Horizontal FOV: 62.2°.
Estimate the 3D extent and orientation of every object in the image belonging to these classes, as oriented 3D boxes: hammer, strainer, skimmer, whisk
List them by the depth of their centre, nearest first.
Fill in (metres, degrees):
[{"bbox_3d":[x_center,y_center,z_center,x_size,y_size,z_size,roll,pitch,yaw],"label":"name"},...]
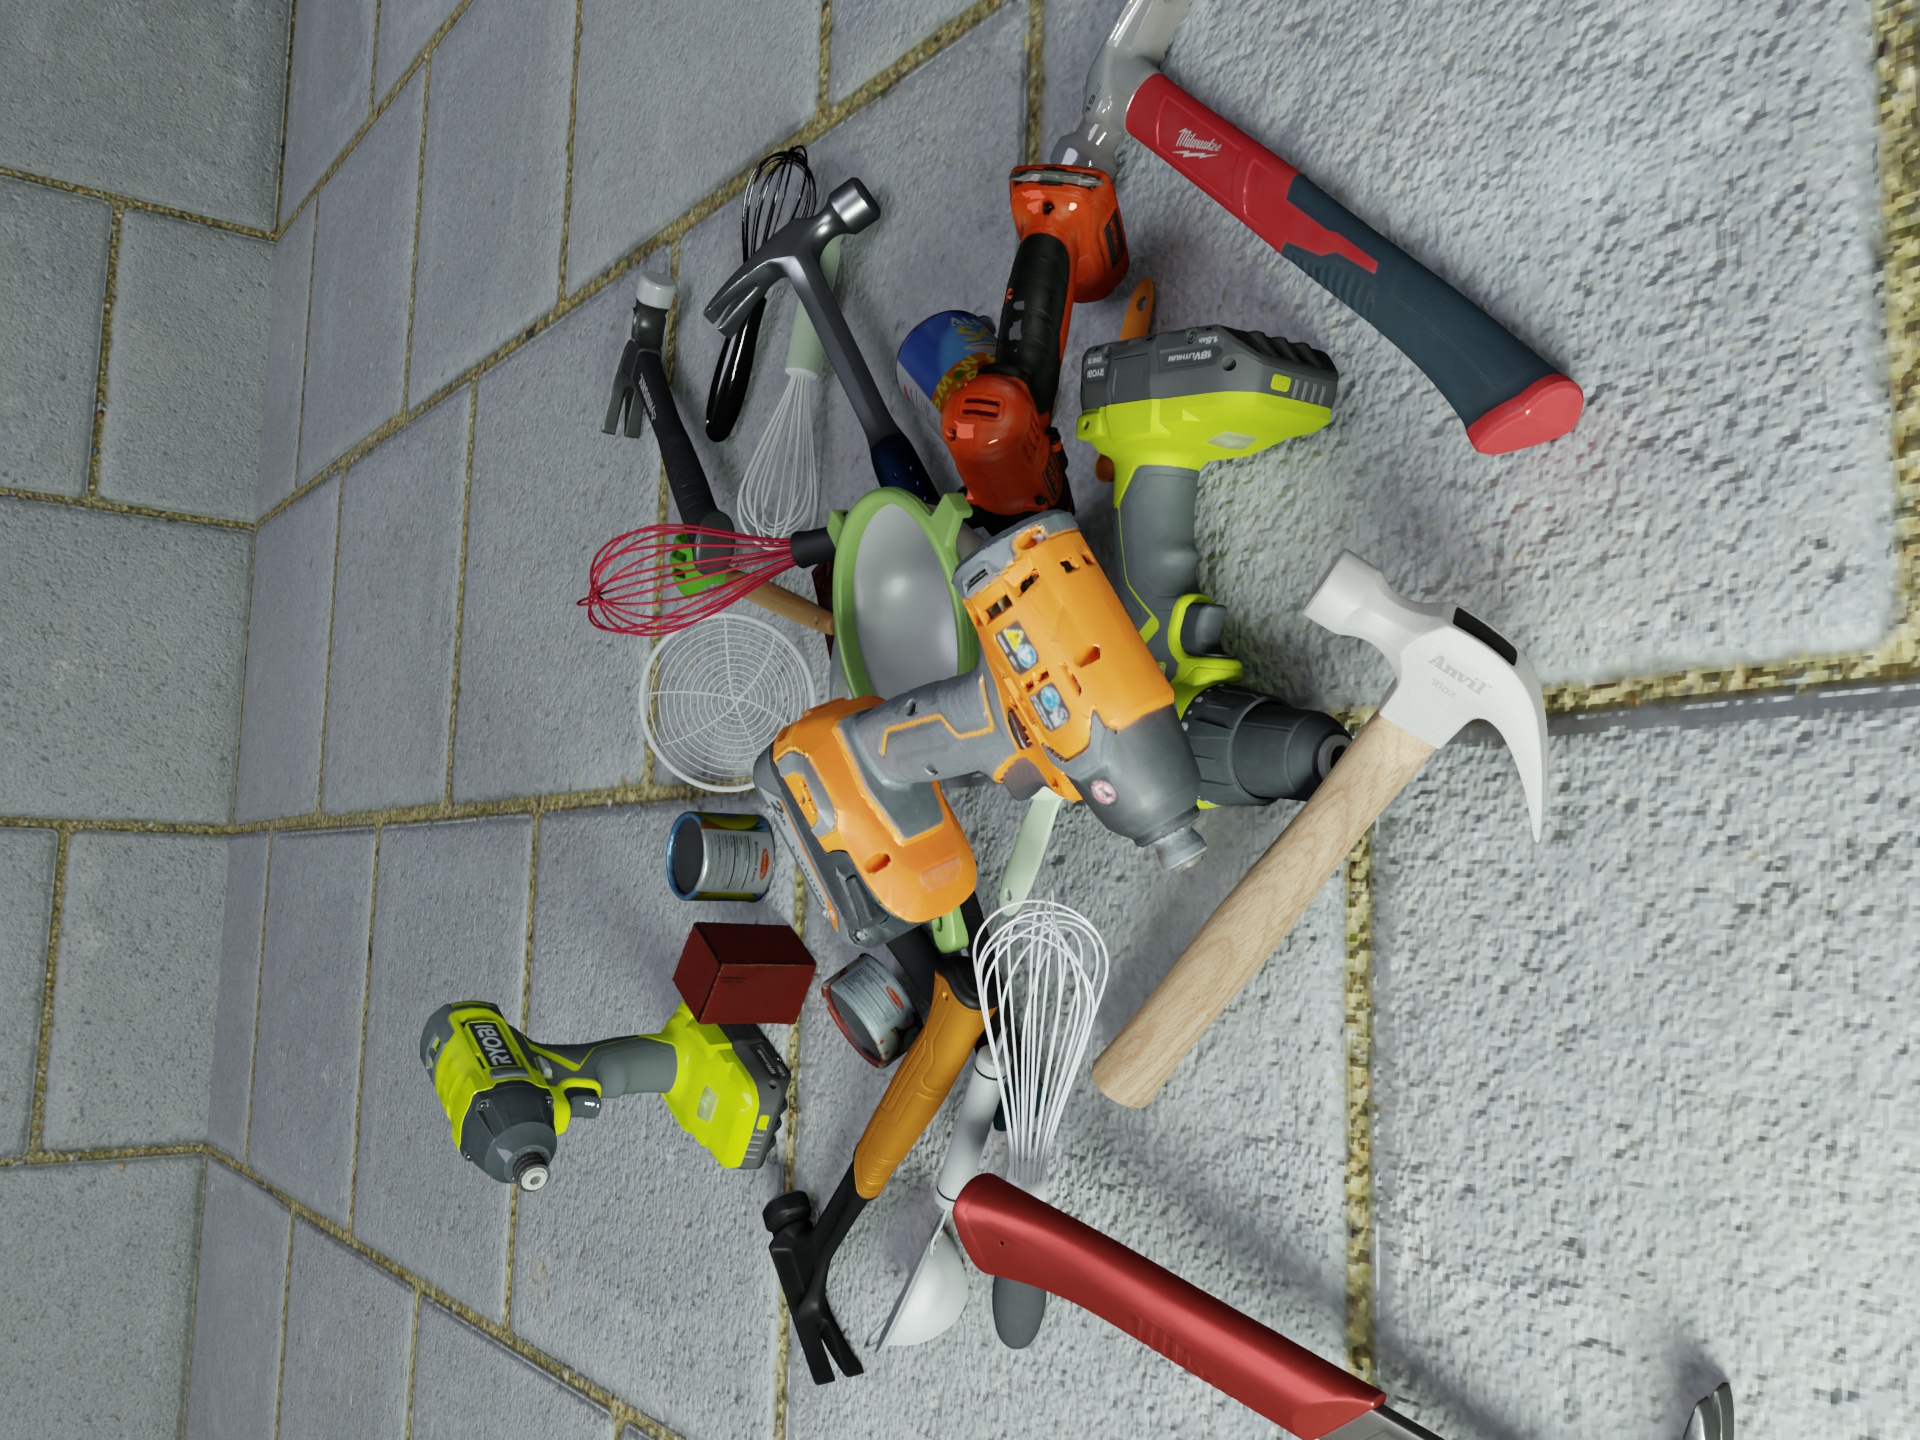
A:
[{"bbox_3d":[0.136,0.274,0.688,0.359,0.036,0.149,18,100,42],"label":"hammer"},{"bbox_3d":[0.145,0.079,0.722,0.130,0.031,0.331,32,130,5],"label":"hammer"},{"bbox_3d":[0.171,-0.258,0.772,0.143,0.038,0.387,-60,42,27],"label":"hammer"},{"bbox_3d":[0.037,0.216,0.833,0.070,0.070,0.284,34,128,50],"label":"whisk"},{"bbox_3d":[-0.001,-0.003,0.873,0.151,0.069,0.256,5,105,60],"label":"strainer"},{"bbox_3d":[-0.005,0.275,0.899,0.050,0.087,0.258,19,117,8],"label":"strainer"},{"bbox_3d":[-0.014,0.076,0.941,0.128,0.033,0.331,-49,55,56],"label":"hammer"},{"bbox_3d":[-0.046,0.262,0.949,0.127,0.034,0.336,63,141,38],"label":"hammer"},{"bbox_3d":[-0.117,-0.103,0.993,0.296,0.073,0.073,-9,76,24],"label":"whisk"},{"bbox_3d":[-0.056,-0.184,1.040,0.144,0.035,0.406,-32,59,14],"label":"hammer"},{"bbox_3d":[-0.103,0.061,1.049,0.127,0.090,0.364,-43,48,3],"label":"skimmer"},{"bbox_3d":[-0.116,-0.244,1.154,0.058,0.059,0.246,-177,98,-70],"label":"whisk"},{"bbox_3d":[-0.159,-0.325,1.226,0.055,0.055,0.238,48,127,45],"label":"whisk"},{"bbox_3d":[-0.234,-0.223,1.281,0.146,0.035,0.335,-65,34,32],"label":"hammer"}]

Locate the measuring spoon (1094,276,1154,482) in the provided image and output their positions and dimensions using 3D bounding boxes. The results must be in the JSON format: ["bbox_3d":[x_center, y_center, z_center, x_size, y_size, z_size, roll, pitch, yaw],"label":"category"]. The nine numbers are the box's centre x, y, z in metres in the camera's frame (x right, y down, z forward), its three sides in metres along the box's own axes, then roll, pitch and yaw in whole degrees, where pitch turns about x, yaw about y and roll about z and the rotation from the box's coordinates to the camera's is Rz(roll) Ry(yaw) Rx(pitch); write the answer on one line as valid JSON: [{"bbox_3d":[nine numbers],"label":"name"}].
[{"bbox_3d":[0.095,-0.190,0.891,0.021,0.011,0.117,13,92,53],"label":"measuring spoon"}]

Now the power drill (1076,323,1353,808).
[{"bbox_3d":[0.120,-0.070,0.781,0.191,0.080,0.228,7,93,55],"label":"power drill"}]

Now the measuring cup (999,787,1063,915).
[{"bbox_3d":[0.032,0.040,0.819,0.083,0.038,0.167,47,133,39],"label":"measuring cup"}]

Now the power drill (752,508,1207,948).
[{"bbox_3d":[0.011,0.026,0.745,0.226,0.084,0.164,-36,80,44],"label":"power drill"}]

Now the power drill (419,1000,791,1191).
[{"bbox_3d":[-0.238,0.257,1.090,0.171,0.223,0.080,38,115,49],"label":"power drill"}]

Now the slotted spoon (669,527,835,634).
[{"bbox_3d":[-0.158,-0.102,1.175,0.314,0.031,0.070,27,107,57],"label":"slotted spoon"}]
